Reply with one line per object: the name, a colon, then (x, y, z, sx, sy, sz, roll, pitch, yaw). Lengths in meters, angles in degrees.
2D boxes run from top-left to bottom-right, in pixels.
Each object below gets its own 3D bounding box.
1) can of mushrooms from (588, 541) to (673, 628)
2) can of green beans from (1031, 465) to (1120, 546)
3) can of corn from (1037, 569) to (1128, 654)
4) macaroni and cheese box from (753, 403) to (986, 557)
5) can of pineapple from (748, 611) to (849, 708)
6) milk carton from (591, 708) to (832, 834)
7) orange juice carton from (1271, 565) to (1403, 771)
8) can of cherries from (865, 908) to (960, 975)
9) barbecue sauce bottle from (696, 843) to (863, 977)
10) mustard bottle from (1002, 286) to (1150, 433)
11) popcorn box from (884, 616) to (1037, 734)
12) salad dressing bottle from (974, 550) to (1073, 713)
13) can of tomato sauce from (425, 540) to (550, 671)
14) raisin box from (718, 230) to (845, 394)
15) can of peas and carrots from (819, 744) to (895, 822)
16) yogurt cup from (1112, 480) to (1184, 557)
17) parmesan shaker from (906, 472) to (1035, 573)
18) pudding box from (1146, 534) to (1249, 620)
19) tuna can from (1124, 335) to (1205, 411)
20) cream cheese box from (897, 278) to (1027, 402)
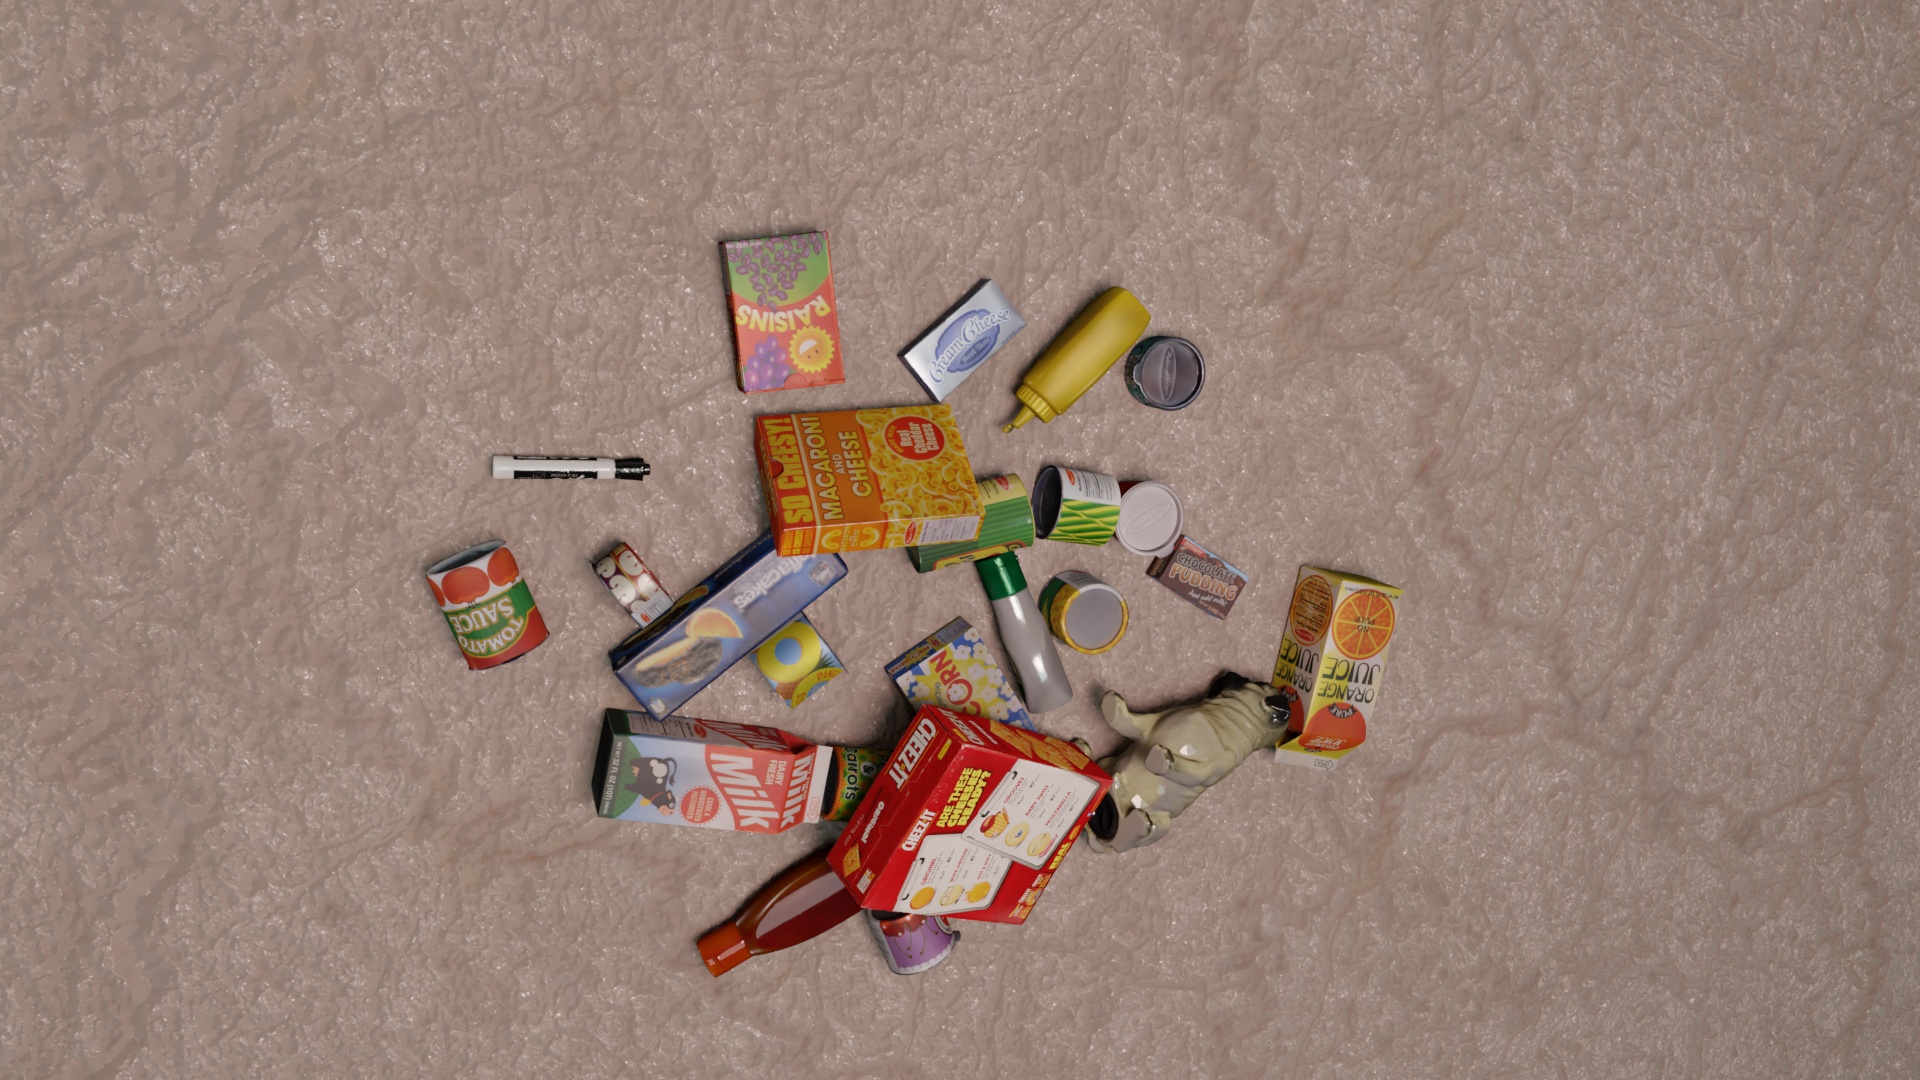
can of mushrooms: (-0.265, 0.034, 1.117, 0.033, 0.071, 0.071, -39, 110, -7)
can of green beans: (0.101, -0.030, 1.225, 0.058, 0.071, 0.071, 8, 98, -20)
can of corn: (0.110, 0.067, 1.250, 0.071, 0.058, 0.071, -3, 101, -17)
macaroni and cheese box: (-0.076, -0.052, 1.136, 0.167, 0.124, 0.040, -5, 142, -17)
can of pineapple: (-0.138, 0.101, 1.170, 0.058, 0.071, 0.071, -37, 109, -7)
milk carton: (-0.204, 0.195, 1.162, 0.191, 0.073, 0.072, 9, 97, -20)
orange juice carton: (0.353, 0.127, 1.335, 0.072, 0.073, 0.192, 10, 98, -20)
can of cherries: (-0.043, 0.345, 1.249, 0.071, 0.071, 0.058, -25, 106, -12)
barbecue sauce bottle: (-0.157, 0.329, 1.220, 0.149, 0.044, 0.064, -29, 108, -11)
mustard bottle: (0.094, -0.149, 1.204, 0.049, 0.065, 0.160, 43, 91, -15)
popcorn box: (0.002, 0.144, 1.240, 0.085, 0.038, 0.126, -34, 109, -10)
salad dressing bottle: (0.055, 0.079, 1.236, 0.044, 0.064, 0.147, -20, 98, 9)
can of tomato sauce: (-0.369, 0.051, 1.082, 0.071, 0.071, 0.083, -24, 106, -13)
raisin box: (-0.144, -0.185, 1.128, 0.086, 0.040, 0.123, -10, 104, -17)
can of peas and carrots: (-0.087, 0.211, 1.206, 0.059, 0.071, 0.071, 8, 98, -19)
yogurt cup: (0.160, -0.024, 1.252, 0.072, 0.054, 0.072, -4, 101, -18)
parmesan shaker: (0.004, -0.015, 1.196, 0.103, 0.071, 0.071, -14, 105, -11)
pudding box: (0.222, 0.033, 1.296, 0.083, 0.030, 0.049, 32, 89, -21)
tuna can: (0.181, -0.150, 1.246, 0.071, 0.033, 0.071, -4, 101, -18)
cream cheese box: (0.001, -0.171, 1.187, 0.104, 0.024, 0.053, -43, 109, -7)
